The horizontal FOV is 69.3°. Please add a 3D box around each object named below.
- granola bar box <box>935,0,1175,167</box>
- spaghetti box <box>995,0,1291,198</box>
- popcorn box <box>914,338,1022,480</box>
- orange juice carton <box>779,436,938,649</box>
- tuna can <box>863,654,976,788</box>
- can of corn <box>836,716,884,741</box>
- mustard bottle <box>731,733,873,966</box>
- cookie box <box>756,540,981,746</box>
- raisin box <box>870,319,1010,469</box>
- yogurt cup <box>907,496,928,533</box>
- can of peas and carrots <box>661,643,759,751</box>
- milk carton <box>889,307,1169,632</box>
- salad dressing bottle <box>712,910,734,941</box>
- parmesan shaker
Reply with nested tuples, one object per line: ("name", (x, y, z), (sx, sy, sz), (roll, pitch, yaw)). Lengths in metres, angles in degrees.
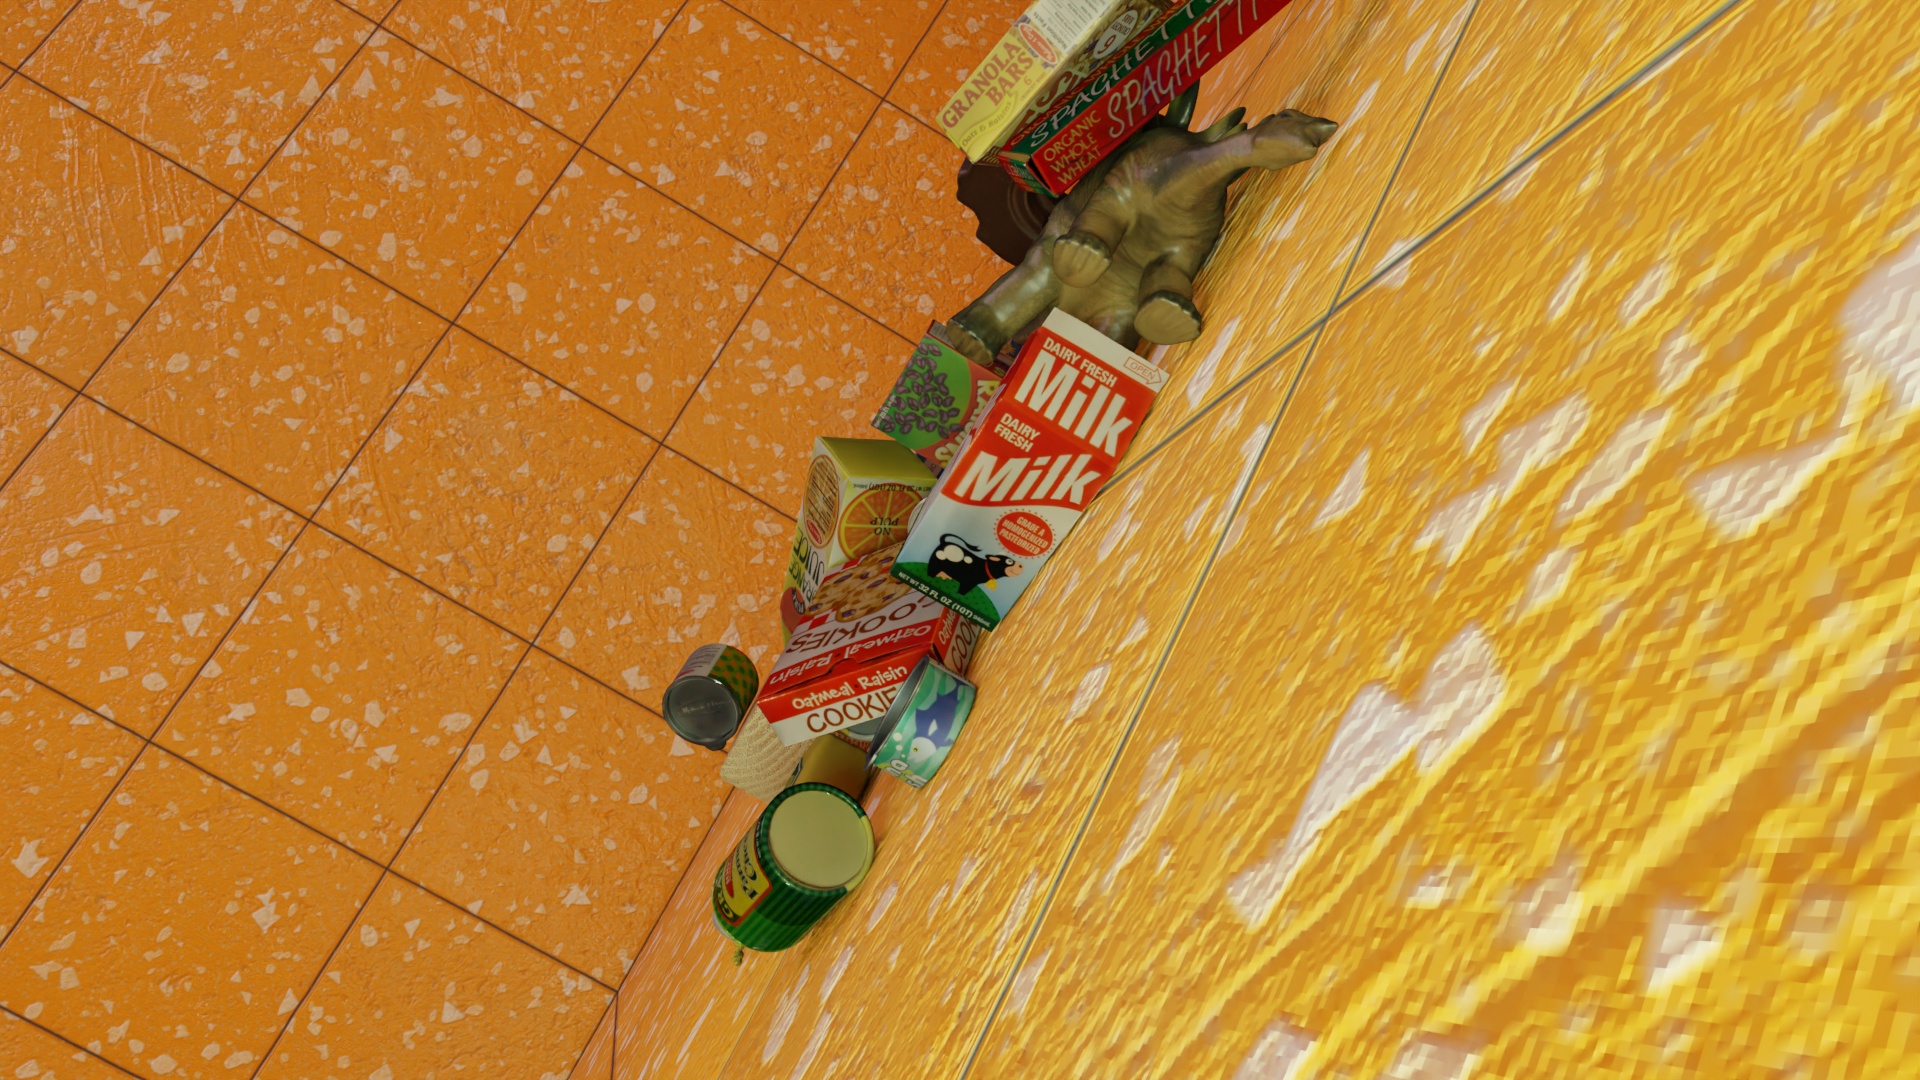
("granola bar box", (0.069, -0.273, 0.818), (0.123, 0.039, 0.166), (-44, -9, 25))
("spaghetti box", (0.127, -0.275, 0.753), (0.250, 0.028, 0.050), (-41, 27, -3))
("popcorn box", (0.004, -0.117, 1.219), (0.126, 0.038, 0.085), (-58, 5, 27))
("orange juice carton", (-0.082, 0.023, 1.036), (0.073, 0.072, 0.191), (49, 131, 52))
("tuna can", (-0.022, 0.100, 0.747), (0.071, 0.033, 0.071), (-59, 5, 9))
("can of corn", (-0.067, 0.102, 0.957), (0.071, 0.071, 0.058), (-61, 6, -10))
("mustard bottle", (-0.113, 0.207, 0.926), (0.161, 0.049, 0.065), (-61, 2, -20))
("cookie box", (-0.047, 0.052, 0.881), (0.123, 0.040, 0.168), (-20, 22, 21))
("raisin box", (0.009, -0.091, 1.015), (0.085, 0.123, 0.040), (-57, 6, 23))
("yogurt cup", (0.003, -0.012, 0.972), (0.072, 0.072, 0.054), (-56, -2, 33))
("can of peas and carrots", (-0.204, 0.129, 1.149), (0.070, 0.071, 0.059), (-57, 5, 25))
("milk carton", (0.037, -0.043, 0.767), (0.189, 0.072, 0.074), (-57, 6, 41))
("salad dressing bottle", (-0.158, 0.261, 1.076), (0.064, 0.044, 0.148), (-58, 5, 5))
("parmesan shaker", (-0.095, 0.183, 0.787), (0.102, 0.071, 0.072), (-54, 8, 50))
